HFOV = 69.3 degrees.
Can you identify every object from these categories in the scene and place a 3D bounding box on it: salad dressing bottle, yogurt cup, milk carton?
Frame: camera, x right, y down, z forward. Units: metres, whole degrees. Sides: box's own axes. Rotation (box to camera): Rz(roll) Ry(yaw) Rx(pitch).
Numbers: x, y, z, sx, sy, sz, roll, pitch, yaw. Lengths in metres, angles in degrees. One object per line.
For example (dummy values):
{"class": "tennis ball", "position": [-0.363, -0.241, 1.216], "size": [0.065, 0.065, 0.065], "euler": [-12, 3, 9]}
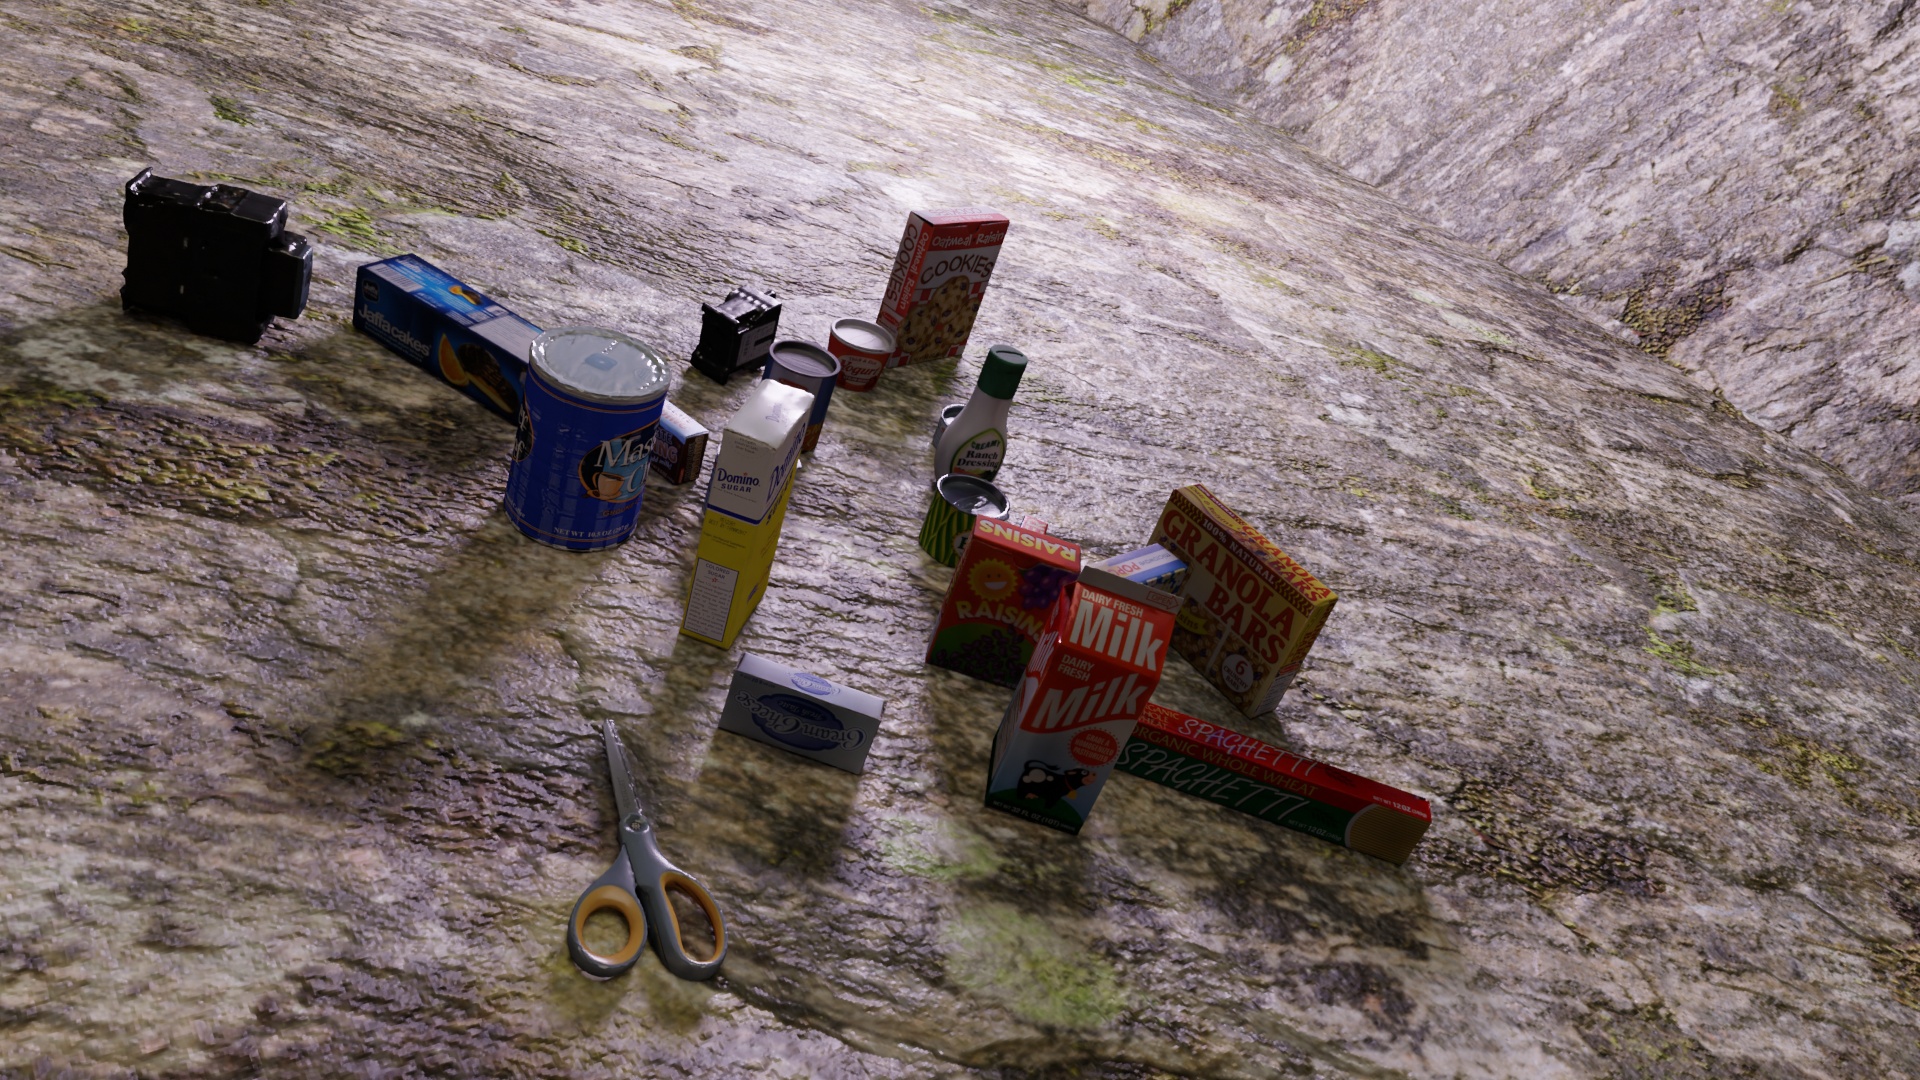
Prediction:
{"class": "salad dressing bottle", "position": [0.020, -0.108, 1.271], "size": [0.064, 0.146, 0.044], "euler": [2, 36, -28]}
{"class": "yogurt cup", "position": [-0.106, -0.188, 1.410], "size": [0.072, 0.053, 0.073], "euler": [15, 32, -10]}
{"class": "milk carton", "position": [0.082, 0.102, 0.944], "size": [0.072, 0.189, 0.074], "euler": [19, 31, -4]}

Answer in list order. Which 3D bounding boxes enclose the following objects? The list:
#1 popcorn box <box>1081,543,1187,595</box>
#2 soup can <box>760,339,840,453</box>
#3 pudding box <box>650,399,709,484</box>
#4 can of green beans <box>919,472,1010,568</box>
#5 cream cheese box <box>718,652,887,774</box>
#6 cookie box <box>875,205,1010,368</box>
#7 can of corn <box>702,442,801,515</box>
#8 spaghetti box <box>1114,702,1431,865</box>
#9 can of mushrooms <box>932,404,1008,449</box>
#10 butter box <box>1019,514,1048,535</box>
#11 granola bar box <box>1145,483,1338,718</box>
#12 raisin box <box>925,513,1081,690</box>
{"class": "popcorn box", "position": [0.123, 0.057, 1.139], "size": [0.127, 0.084, 0.038], "euler": [-15, 46, -44]}
{"class": "soup can", "position": [-0.151, -0.132, 1.269], "size": [0.071, 0.083, 0.072], "euler": [15, 31, -10]}
{"class": "pudding box", "position": [-0.254, -0.090, 1.176], "size": [0.084, 0.049, 0.030], "euler": [36, 34, 23]}
{"class": "can of green beans", "position": [0.003, -0.016, 1.206], "size": [0.071, 0.057, 0.071], "euler": [15, 32, -10]}
{"class": "cream cheese box", "position": [-0.107, 0.117, 0.939], "size": [0.104, 0.053, 0.024], "euler": [19, 31, -3]}
{"class": "cookie box", "position": [-0.023, -0.271, 1.478], "size": [0.040, 0.166, 0.123], "euler": [39, 35, 27]}
{"class": "can of corn", "position": [-0.172, -0.043, 1.144], "size": [0.071, 0.058, 0.071], "euler": [15, 32, -10]}
{"class": "spaghetti box", "position": [0.227, 0.180, 1.043], "size": [0.250, 0.050, 0.029], "euler": [19, 31, -3]}
{"class": "can of mushrooms", "position": [0.010, -0.102, 1.366], "size": [0.071, 0.033, 0.071], "euler": [15, 32, -10]}
{"class": "butter box", "position": [0.048, 0.026, 1.172], "size": [0.024, 0.052, 0.104], "euler": [22, 31, 1]}
{"class": "granola bar box", "position": [0.224, 0.049, 1.173], "size": [0.039, 0.123, 0.166], "euler": [-10, 43, -41]}
{"class": "raisin box", "position": [0.032, 0.049, 1.059], "size": [0.086, 0.122, 0.040], "euler": [19, 31, -4]}
